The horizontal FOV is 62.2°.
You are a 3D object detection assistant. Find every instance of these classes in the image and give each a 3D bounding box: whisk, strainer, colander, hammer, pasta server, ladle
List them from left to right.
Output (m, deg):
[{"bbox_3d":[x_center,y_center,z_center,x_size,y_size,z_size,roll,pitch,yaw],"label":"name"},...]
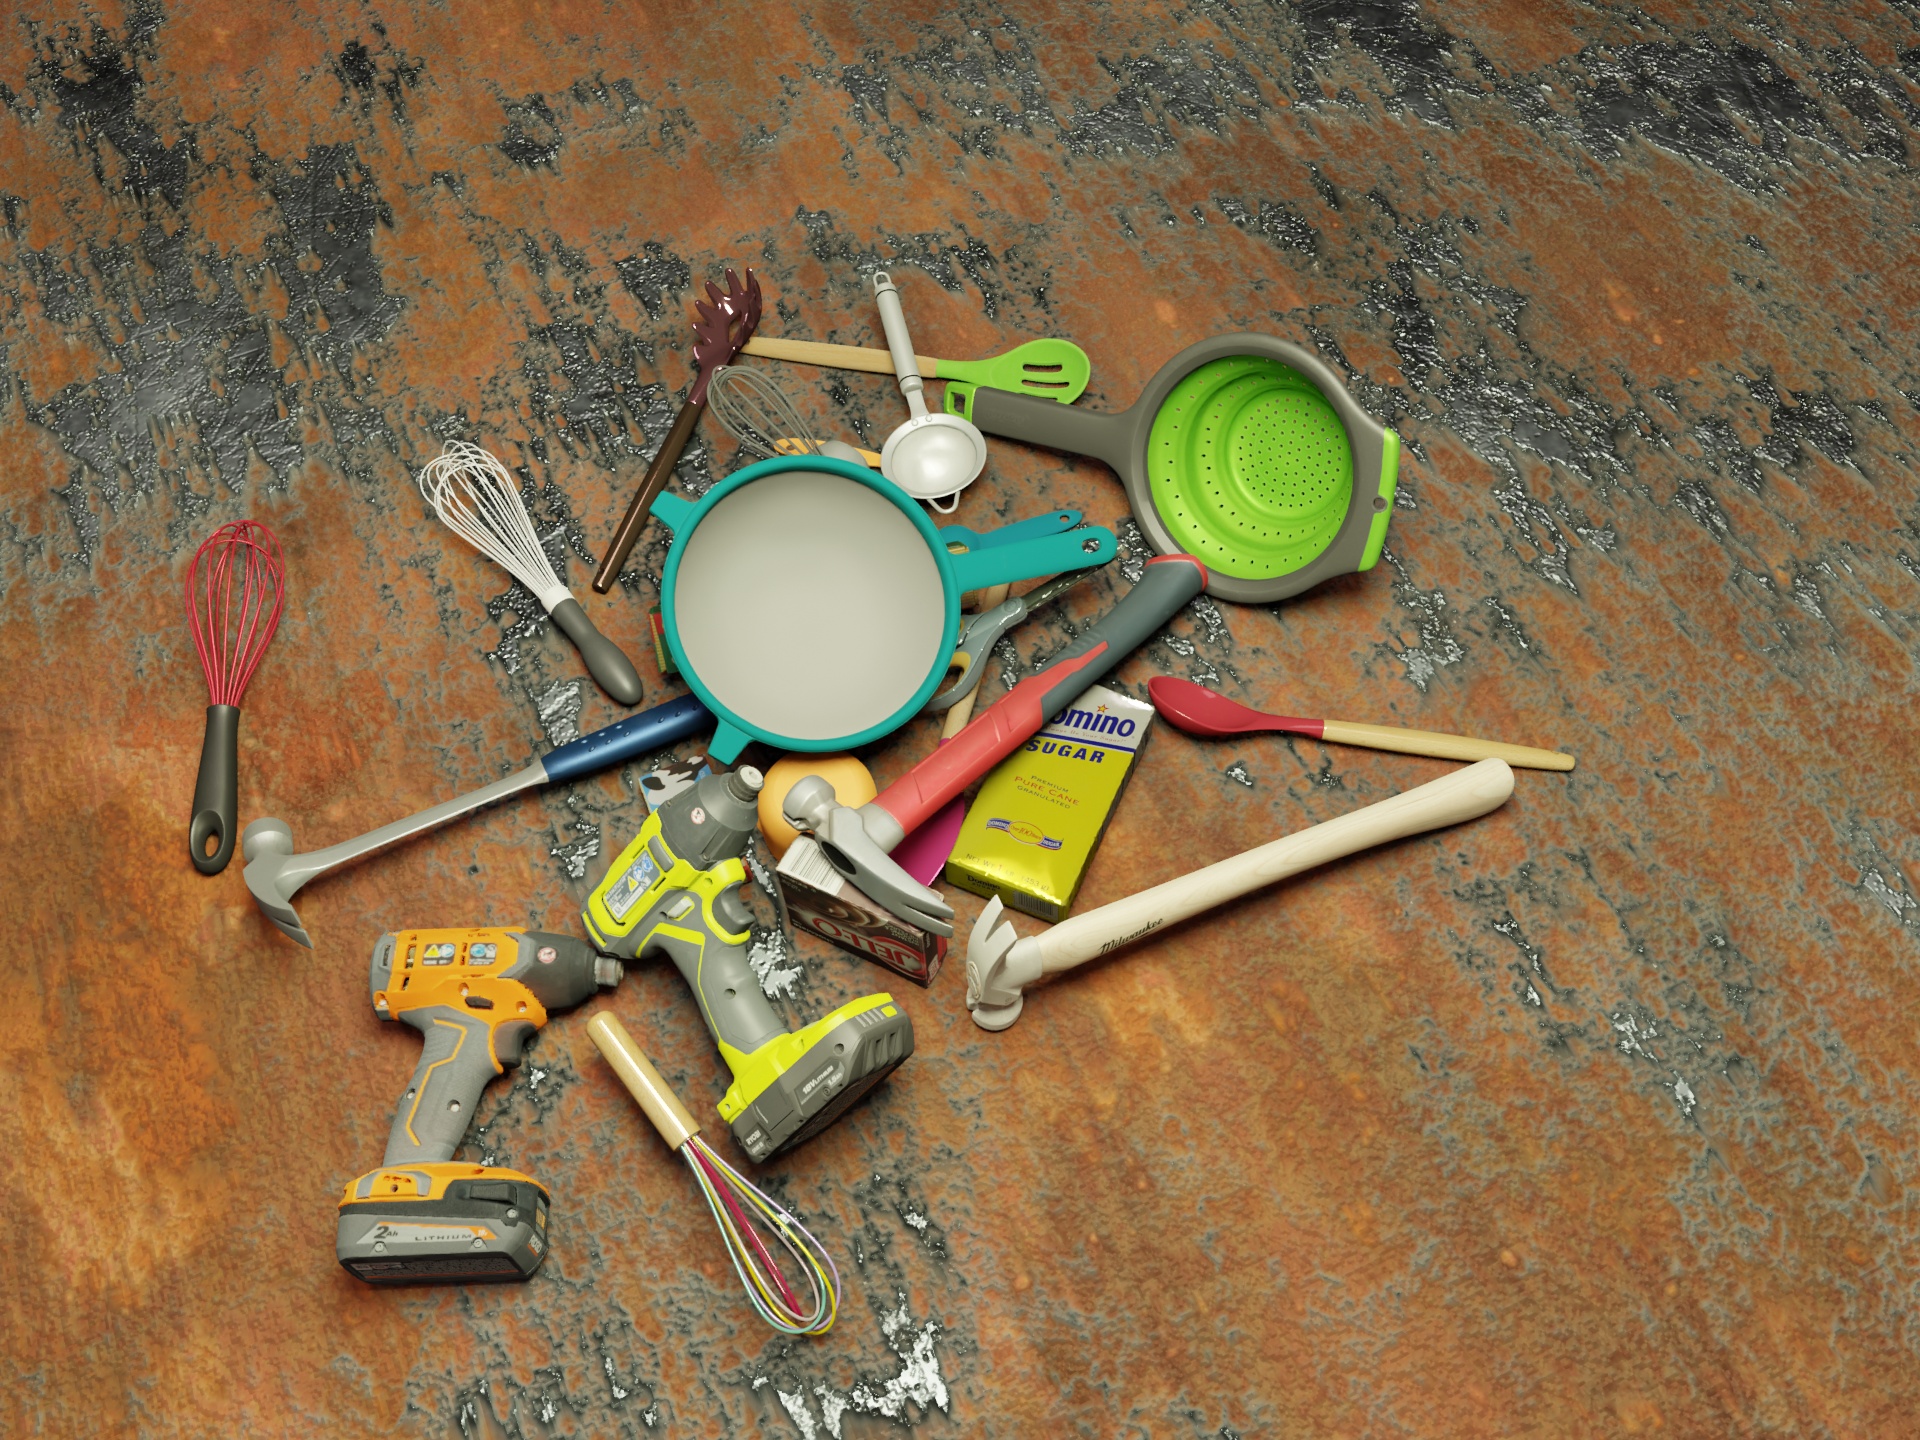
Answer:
[{"bbox_3d":[-0.555,-0.025,1.202,0.073,0.073,0.296,-6,66,-2],"label":"whisk"},{"bbox_3d":[-0.308,0.044,1.145,0.405,0.035,0.144,-23,33,-15],"label":"hammer"},{"bbox_3d":[-0.333,-0.115,1.249,0.070,0.070,0.285,-35,70,-17],"label":"whisk"},{"bbox_3d":[-0.236,-0.243,1.316,0.060,0.040,0.316,8,64,30],"label":"pasta server"},{"bbox_3d":[-0.161,0.285,1.000,0.051,0.047,0.245,-32,73,-31],"label":"whisk"},{"bbox_3d":[-0.103,-0.188,1.236,0.239,0.055,0.055,42,66,-10],"label":"whisk"},{"bbox_3d":[-0.053,-0.092,1.167,0.340,0.095,0.211,-13,86,-18],"label":"strainer"},{"bbox_3d":[-0.037,-0.270,1.318,0.087,0.050,0.259,-15,68,0],"label":"strainer"},{"bbox_3d":[0.062,-0.004,1.118,0.143,0.038,0.386,36,55,24],"label":"hammer"},{"bbox_3d":[0.169,-0.223,1.270,0.397,0.204,0.094,20,27,29],"label":"colander"},{"bbox_3d":[0.197,0.098,1.072,0.410,0.146,0.038,-19,61,-14],"label":"hammer"},{"bbox_3d":[0.292,0.009,1.170,0.315,0.031,0.069,8,27,3],"label":"ladle"}]

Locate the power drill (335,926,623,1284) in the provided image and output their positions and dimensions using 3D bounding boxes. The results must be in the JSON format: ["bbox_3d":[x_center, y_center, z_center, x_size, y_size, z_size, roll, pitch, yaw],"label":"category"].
[{"bbox_3d":[-0.307,0.239,1.031,0.164,0.084,0.227,-2,57,-2],"label":"power drill"}]

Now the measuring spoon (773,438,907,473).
[{"bbox_3d":[-0.100,-0.219,1.325,0.117,0.011,0.021,11,57,12],"label":"measuring spoon"}]

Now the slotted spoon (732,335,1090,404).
[{"bbox_3d":[-0.044,-0.306,1.362,0.314,0.031,0.070,8,76,9],"label":"slotted spoon"}]

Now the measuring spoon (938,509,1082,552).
[{"bbox_3d":[0.037,-0.153,1.274,0.128,0.021,0.042,-16,61,-7],"label":"measuring spoon"}]

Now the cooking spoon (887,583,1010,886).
[{"bbox_3d":[-0.002,-0.004,1.181,0.069,0.017,0.319,-16,44,41],"label":"cooking spoon"}]

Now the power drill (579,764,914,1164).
[{"bbox_3d":[-0.137,0.152,1.023,0.171,0.080,0.223,-46,72,27],"label":"power drill"}]

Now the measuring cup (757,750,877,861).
[{"bbox_3d":[-0.103,0.024,1.160,0.095,0.052,0.174,-2,62,1],"label":"measuring cup"}]
